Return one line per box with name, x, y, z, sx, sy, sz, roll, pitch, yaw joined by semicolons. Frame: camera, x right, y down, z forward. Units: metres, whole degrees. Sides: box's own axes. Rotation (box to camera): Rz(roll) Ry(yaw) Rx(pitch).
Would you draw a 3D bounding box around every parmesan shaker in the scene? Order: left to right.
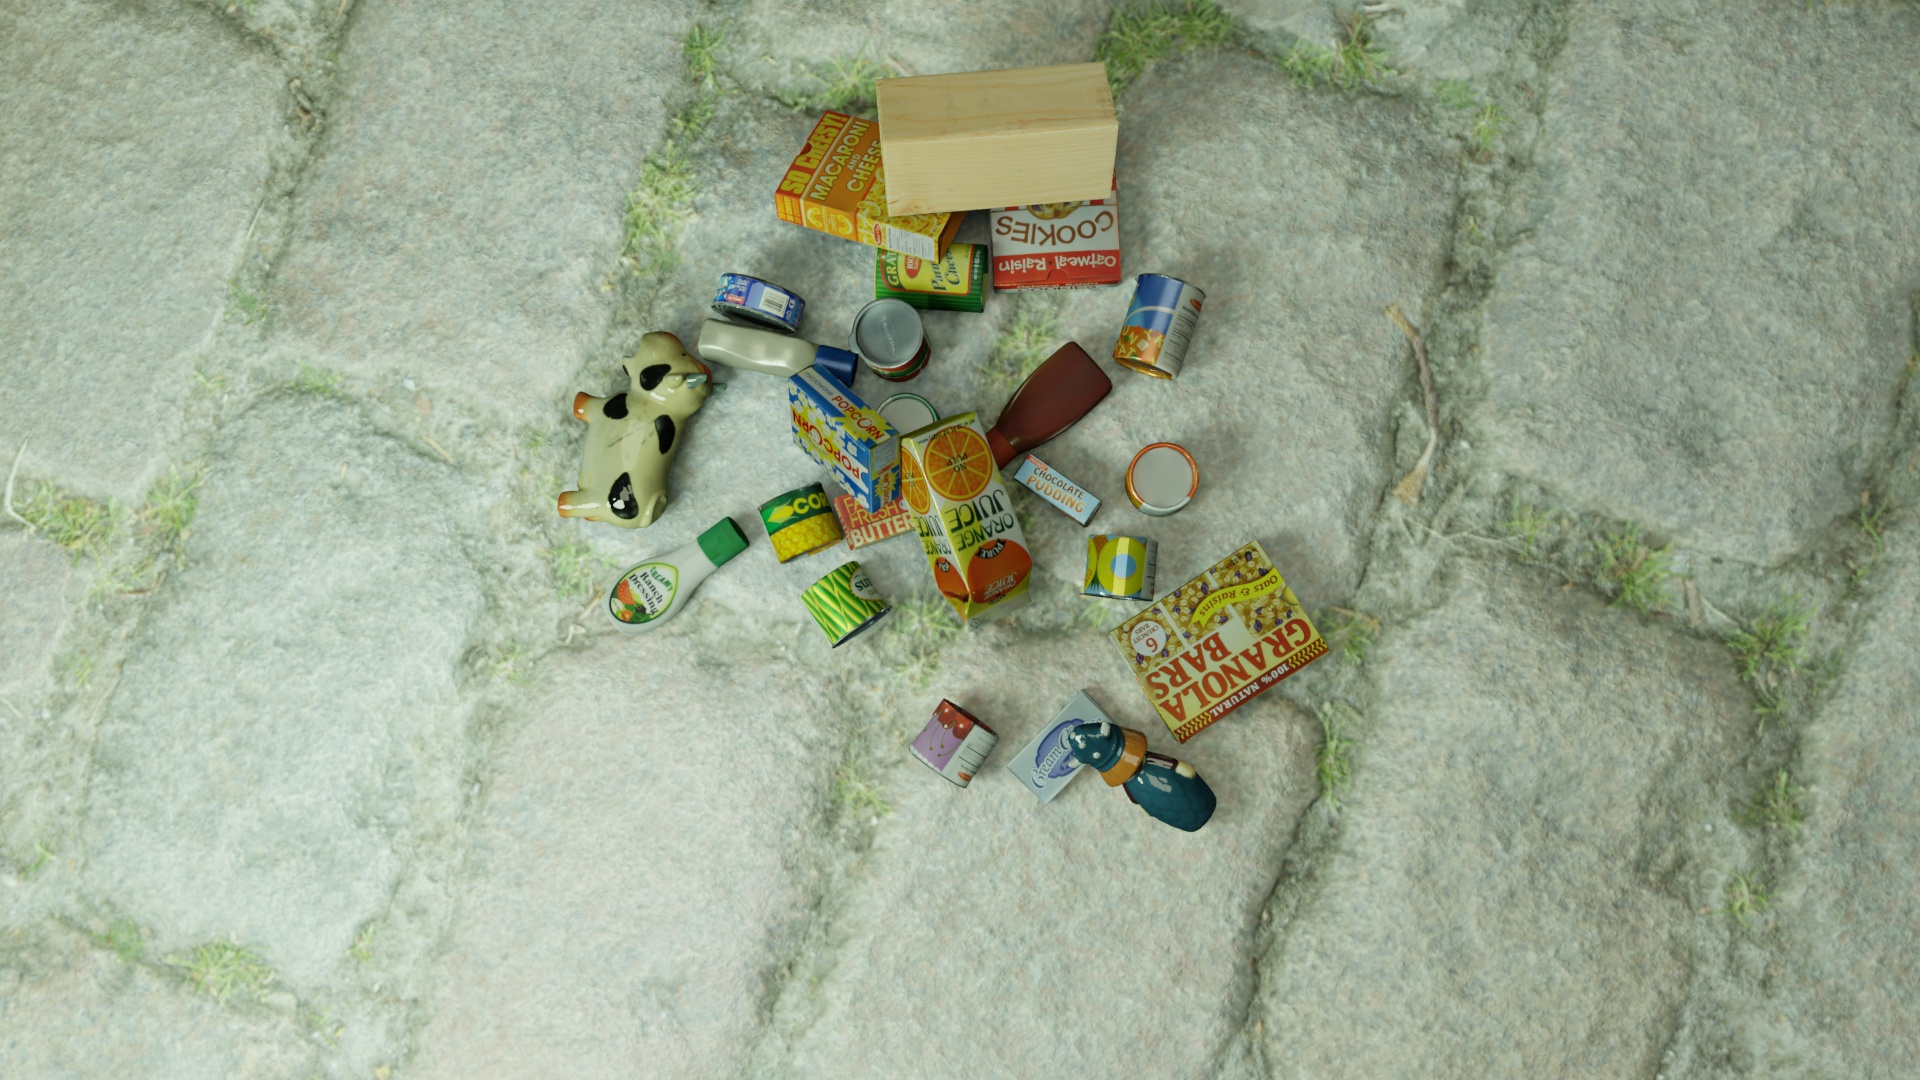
parmesan shaker;-0.027;-0.257;1.331;0.103;0.071;0.071;4;87;4

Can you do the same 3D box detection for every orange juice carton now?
orange juice carton;0.005;-0.016;1.288;0.072;0.073;0.192;-24;98;-22

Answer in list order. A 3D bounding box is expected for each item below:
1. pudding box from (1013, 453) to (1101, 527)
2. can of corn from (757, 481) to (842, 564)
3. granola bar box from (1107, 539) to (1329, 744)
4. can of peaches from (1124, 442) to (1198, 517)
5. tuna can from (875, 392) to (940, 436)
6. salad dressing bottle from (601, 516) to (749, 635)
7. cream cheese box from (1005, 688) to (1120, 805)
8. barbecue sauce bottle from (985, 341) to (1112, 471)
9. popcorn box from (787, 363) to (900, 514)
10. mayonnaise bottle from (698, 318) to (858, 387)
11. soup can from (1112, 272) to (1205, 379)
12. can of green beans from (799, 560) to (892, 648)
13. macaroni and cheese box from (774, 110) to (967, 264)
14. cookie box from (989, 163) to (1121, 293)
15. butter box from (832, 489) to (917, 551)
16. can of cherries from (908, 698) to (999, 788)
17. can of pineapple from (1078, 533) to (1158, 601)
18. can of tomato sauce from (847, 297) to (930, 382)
pudding box;0.093;-0.047;1.315;0.084;0.049;0.030;35;91;6
can of corn;-0.150;-0.016;1.321;0.071;0.071;0.058;-23;86;2
granola bar box;0.240;0.095;1.300;0.165;0.039;0.124;-33;85;2
can of peaches;0.188;-0.059;1.305;0.071;0.058;0.071;0;87;4
tuna can;-0.049;-0.107;1.338;0.071;0.033;0.071;0;86;5
salad dressing bottle;-0.273;0.032;1.339;0.147;0.044;0.064;-35;83;1
cream cheese box;0.098;0.195;1.310;0.053;0.024;0.104;45;90;6
barbecue sauce bottle;0.071;-0.120;1.325;0.148;0.043;0.065;-42;85;1
popcorn box;-0.108;-0.096;1.292;0.038;0.084;0.127;-31;56;-27
mayonnaise bottle;-0.174;-0.179;1.340;0.148;0.064;0.041;12;86;1
soup can;0.185;-0.202;1.313;0.071;0.071;0.084;19;88;5
can of green beans;-0.110;0.060;1.314;0.071;0.071;0.058;-35;84;1
macaroni and cheese box;-0.075;-0.339;1.321;0.166;0.040;0.124;18;60;11
cookie box;0.089;-0.326;1.340;0.123;0.040;0.167;-3;85;3
butter box;-0.065;-0.030;1.325;0.104;0.024;0.053;-19;85;-14
can of cherries;-0.007;0.188;1.298;0.071;0.071;0.058;34;89;6
can of pineapple;0.148;0.026;1.298;0.071;0.071;0.058;5;86;5
can of tomato sauce;-0.066;-0.188;1.320;0.071;0.083;0.071;0;86;4
